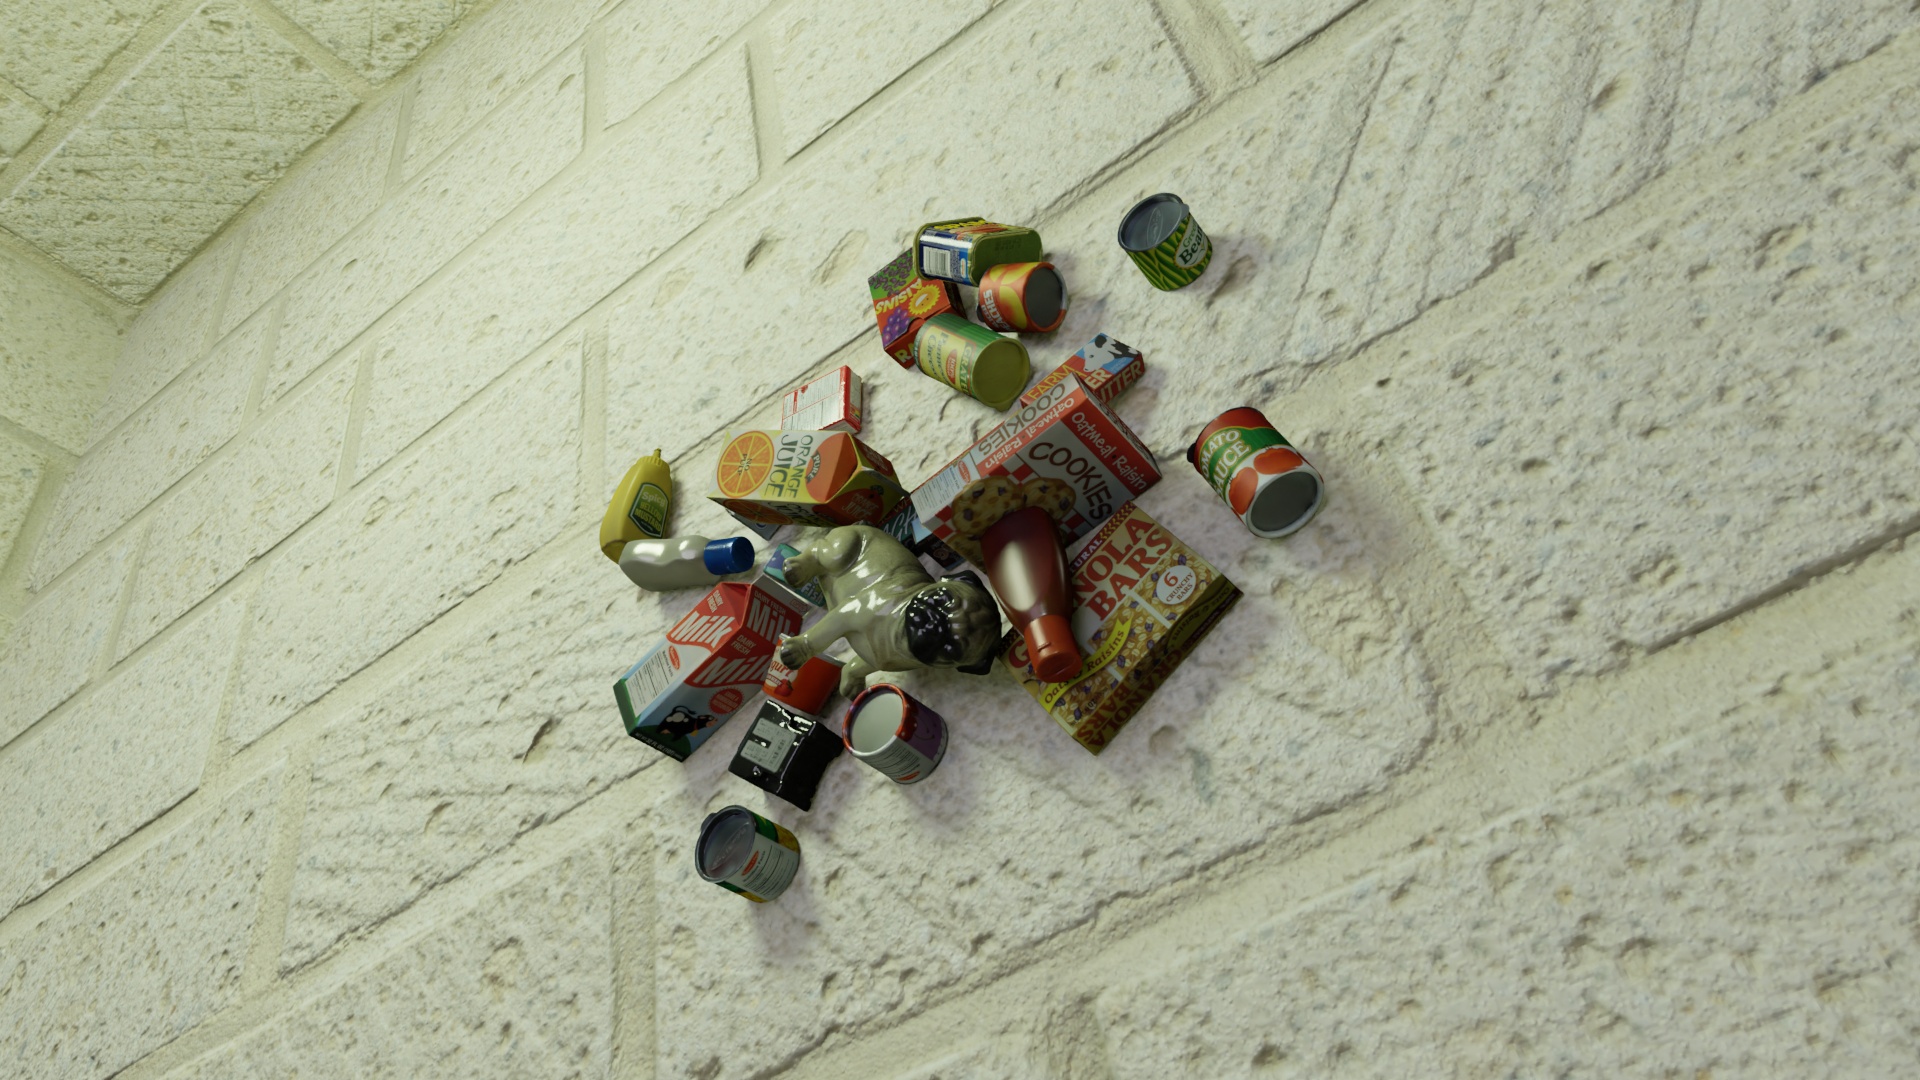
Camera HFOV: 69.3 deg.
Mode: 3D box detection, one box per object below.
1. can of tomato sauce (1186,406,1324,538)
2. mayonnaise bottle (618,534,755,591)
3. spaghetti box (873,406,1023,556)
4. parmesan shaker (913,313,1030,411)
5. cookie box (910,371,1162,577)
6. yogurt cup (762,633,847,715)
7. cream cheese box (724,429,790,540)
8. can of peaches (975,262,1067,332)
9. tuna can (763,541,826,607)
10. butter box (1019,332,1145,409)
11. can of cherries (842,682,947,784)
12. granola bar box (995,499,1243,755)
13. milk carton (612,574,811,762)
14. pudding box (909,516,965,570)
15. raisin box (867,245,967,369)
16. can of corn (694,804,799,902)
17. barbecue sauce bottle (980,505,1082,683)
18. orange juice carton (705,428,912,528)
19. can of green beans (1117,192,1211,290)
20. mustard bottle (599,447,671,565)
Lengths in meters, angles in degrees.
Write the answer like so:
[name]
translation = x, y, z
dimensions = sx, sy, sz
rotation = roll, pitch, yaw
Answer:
[can of tomato sauce]
translation = 0.220, -0.051, 1.039
dimensions = 0.071, 0.071, 0.083
rotation = -41, 43, 9
[mayonnaise bottle]
translation = -0.277, 0.021, 1.418
dimensions = 0.148, 0.064, 0.041
rotation = -7, 53, 32
[spaghetti box]
translation = -0.006, -0.042, 1.256
dimensions = 0.249, 0.028, 0.050
rotation = -37, 42, 13
[parmesan shaker]
translation = 0.009, -0.169, 1.311
dimensions = 0.071, 0.071, 0.103
rotation = -54, 41, -4
[cookie box]
translation = 0.063, -0.046, 1.128
dimensions = 0.167, 0.122, 0.040
rotation = -37, 44, 14
[yogurt cup]
translation = -0.139, 0.120, 1.226
dimensions = 0.072, 0.072, 0.054
rotation = 19, 82, 46
[cream cheese box]
translation = -0.184, -0.055, 1.399
dimensions = 0.104, 0.053, 0.024
rotation = -51, 39, -1
[can of peaches]
translation = 0.058, -0.227, 1.308
dimensions = 0.058, 0.071, 0.071
rotation = 8, 66, 43
[tuna can]
translation = -0.147, 0.033, 1.293
dimensions = 0.071, 0.071, 0.033
rotation = 22, 77, 47
[butter box]
translation = 0.106, -0.135, 1.205
dimensions = 0.104, 0.024, 0.053
rotation = -40, 47, -19
[can of cherries]
translation = -0.054, 0.155, 1.129
dimensions = 0.071, 0.058, 0.072
rotation = -22, 49, 28
[granola bar box]
translation = 0.116, 0.063, 1.066
dimensions = 0.165, 0.039, 0.124
rotation = -48, 41, 1
[milk carton]
translation = -0.229, 0.111, 1.301
dimensions = 0.190, 0.072, 0.074
rotation = -44, 42, 8
[pudding box]
translation = 0.004, -0.015, 1.212
dimensions = 0.083, 0.049, 0.030
rotation = -33, 42, 17
[raisin box]
translation = -0.045, -0.247, 1.432
dimensions = 0.086, 0.040, 0.124
rotation = -31, 45, 18
[can of corn]
translation = -0.179, 0.260, 1.158
dimensions = 0.071, 0.058, 0.071
rotation = -22, 49, 28
[barbecue sauce bottle]
translation = 0.058, 0.042, 1.068
dimensions = 0.065, 0.043, 0.149
rotation = -31, 43, 16
[orange juice carton]
translation = -0.135, -0.056, 1.285
dimensions = 0.192, 0.071, 0.073
rotation = 4, 72, 35
[can of green beans]
translation = 0.183, -0.266, 1.238
dimensions = 0.071, 0.057, 0.071
rotation = -22, 48, 27
[mustard bottle]
translation = -0.349, -0.045, 1.526
dimensions = 0.048, 0.065, 0.161
rotation = -23, 44, 32
